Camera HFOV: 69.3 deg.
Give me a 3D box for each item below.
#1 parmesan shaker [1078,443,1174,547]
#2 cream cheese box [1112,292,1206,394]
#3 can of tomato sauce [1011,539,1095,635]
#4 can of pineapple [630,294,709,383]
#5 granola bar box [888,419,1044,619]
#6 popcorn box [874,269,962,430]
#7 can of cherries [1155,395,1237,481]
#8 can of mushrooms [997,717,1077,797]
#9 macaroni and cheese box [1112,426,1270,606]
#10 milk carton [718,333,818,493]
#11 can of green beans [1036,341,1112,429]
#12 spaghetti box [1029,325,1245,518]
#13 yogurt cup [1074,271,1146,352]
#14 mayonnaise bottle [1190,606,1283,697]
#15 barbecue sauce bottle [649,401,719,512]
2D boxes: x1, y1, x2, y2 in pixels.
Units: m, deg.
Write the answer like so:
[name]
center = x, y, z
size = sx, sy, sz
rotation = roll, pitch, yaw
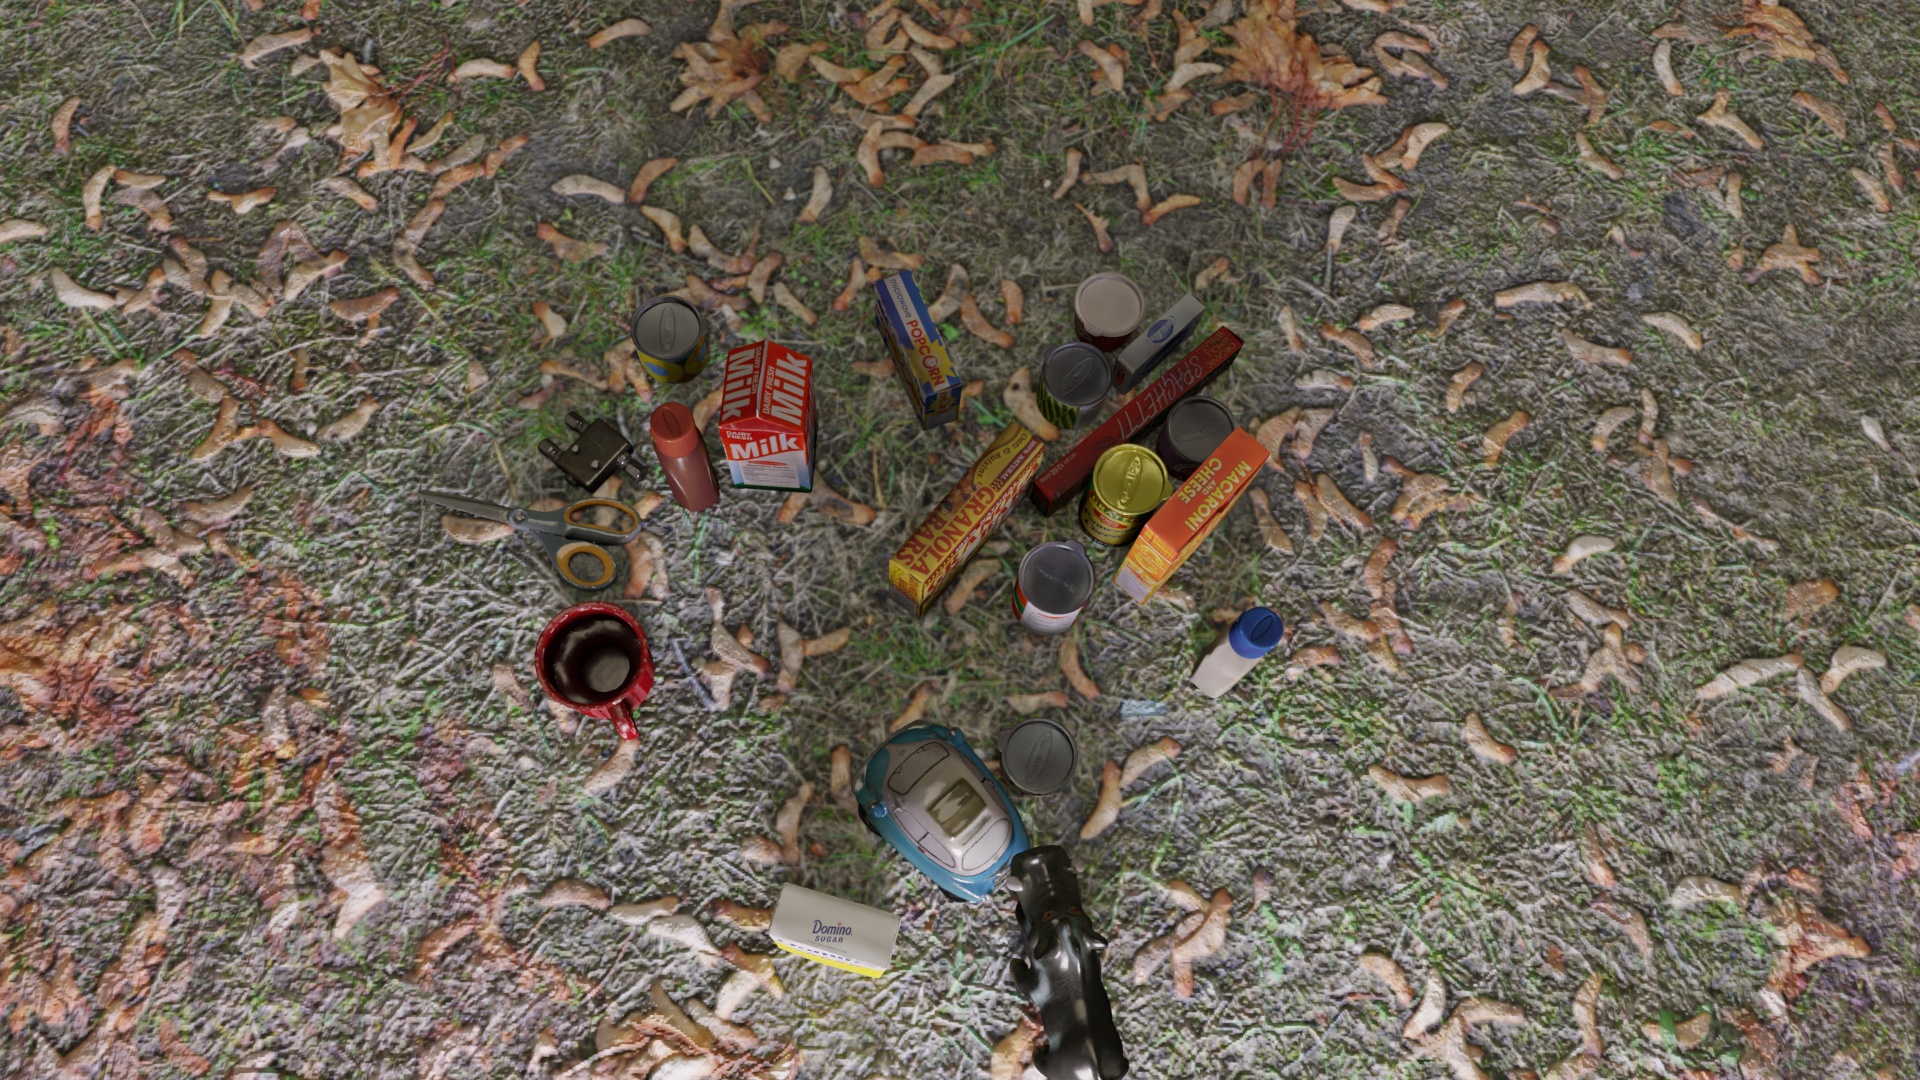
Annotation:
[parmesan shaker]
center = 0.147, -0.037, 1.248
size = 0.071, 0.102, 0.071
rotation = 1, 72, -3
[cream cheese box]
center = 0.187, -0.188, 1.325
size = 0.104, 0.053, 0.024
rotation = -42, 79, -15
[can of tomato sauce]
center = 0.081, 0.042, 1.229
size = 0.071, 0.083, 0.071
rotation = 1, 72, -3
[can of pineapple]
center = -0.268, -0.186, 1.294
size = 0.071, 0.057, 0.071
rotation = 1, 72, -3
[granola bar box]
center = 0.004, -0.015, 1.221
size = 0.039, 0.124, 0.166
rotation = 38, 74, 8
[popcorn box]
center = -0.041, -0.176, 1.290
size = 0.038, 0.085, 0.127
rotation = -21, 75, -10
[can of cherries]
center = 0.219, -0.091, 1.293
size = 0.071, 0.058, 0.071
rotation = 1, 72, -3
[can of mushrooms]
center = 0.065, 0.188, 1.207
size = 0.071, 0.033, 0.071
rotation = 1, 72, -3
[macaroni and cheese box]
center = 0.199, -0.017, 1.211
size = 0.040, 0.166, 0.124
rotation = 42, 75, 9
[milk carton]
center = -0.165, -0.107, 1.205
size = 0.073, 0.190, 0.072
rotation = 4, 72, -2
[can of green beans]
center = 0.106, -0.145, 1.304
size = 0.071, 0.057, 0.071
rotation = 1, 72, -3
[spaghetti box]
center = 0.166, -0.113, 1.301
size = 0.251, 0.050, 0.029
rotation = -40, 79, -14
[yogurt cup]
center = 0.140, -0.216, 1.331
size = 0.072, 0.053, 0.072
rotation = 1, 72, -3
[mayonnaise bottle]
center = 0.238, 0.093, 1.188
size = 0.041, 0.147, 0.065
rotation = 41, 75, 9
[barbecue sauce bottle]
center = -0.242, -0.076, 1.212
size = 0.044, 0.148, 0.065
rotation = -25, 76, -11
